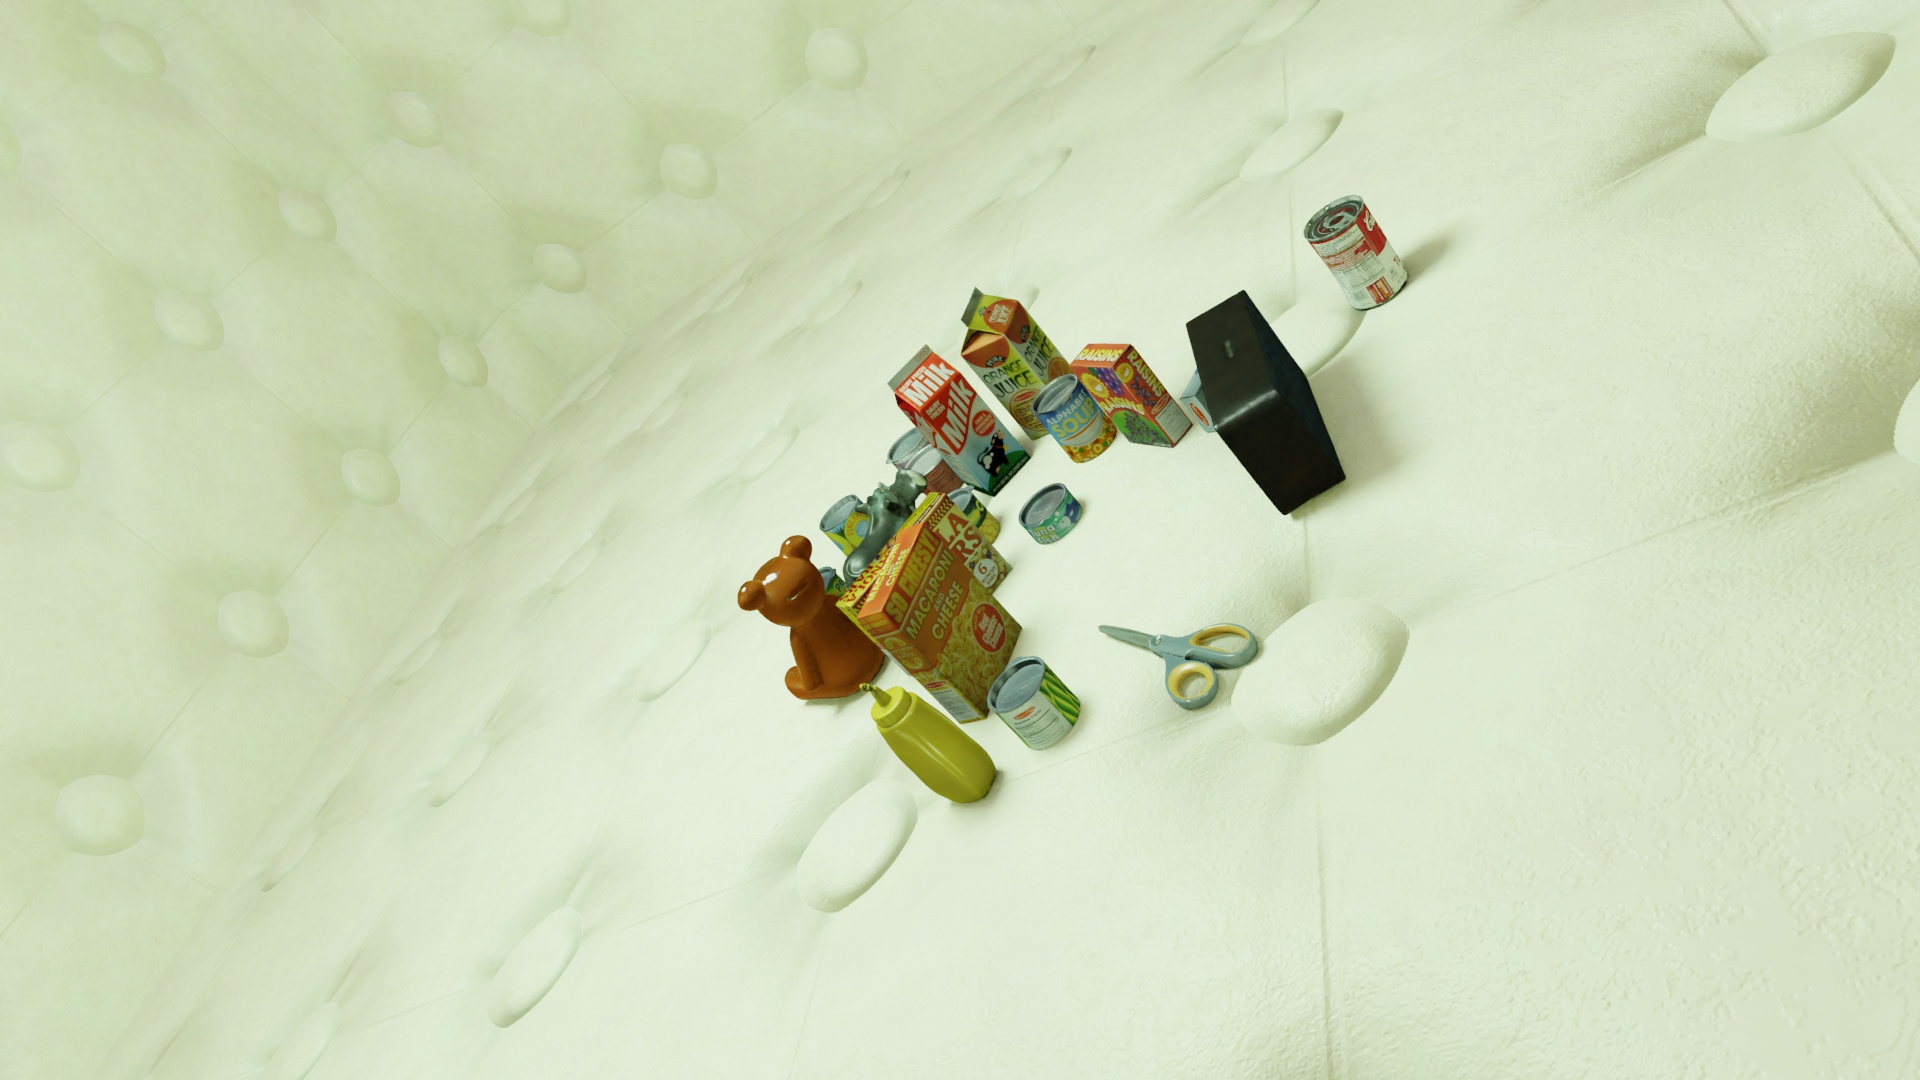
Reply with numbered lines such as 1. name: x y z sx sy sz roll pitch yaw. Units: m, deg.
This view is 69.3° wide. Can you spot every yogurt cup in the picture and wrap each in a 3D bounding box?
1. yogurt cup: -0.031 -0.086 1.789 0.072 0.054 0.073 -33 27 19

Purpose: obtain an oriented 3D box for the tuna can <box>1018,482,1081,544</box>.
1. tuna can: 0.099 -0.028 1.543 0.071 0.032 0.071 -32 27 19

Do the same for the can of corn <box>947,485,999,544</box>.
1. can of corn: 0.006 -0.020 1.632 0.071 0.058 0.071 -33 27 19

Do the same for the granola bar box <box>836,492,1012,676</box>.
1. granola bar box: -0.037 0.049 1.509 0.166 0.124 0.039 -51 27 -17

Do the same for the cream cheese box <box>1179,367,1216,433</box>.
1. cream cheese box: 0.276 -0.170 1.492 0.024 0.053 0.104 -9 41 49

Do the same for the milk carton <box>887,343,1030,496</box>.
1. milk carton: -0.007 -0.147 1.694 0.072 0.190 0.073 -47 26 -9

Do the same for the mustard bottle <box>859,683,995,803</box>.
1. mustard bottle: -0.035 0.177 1.268 0.065 0.160 0.049 -15 37 44

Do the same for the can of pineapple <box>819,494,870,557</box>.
1. can of pineapple: -0.143 -0.018 1.836 0.071 0.057 0.071 -33 27 19

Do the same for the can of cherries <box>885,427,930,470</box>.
1. can of cherries: -0.057 -0.109 1.855 0.071 0.058 0.072 -33 27 19

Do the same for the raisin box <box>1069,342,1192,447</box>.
1. raisin box: 0.187 -0.160 1.521 0.040 0.123 0.086 -49 26 -13

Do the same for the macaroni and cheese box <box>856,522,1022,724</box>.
1. macaroni and cheese box: -0.019 0.083 1.383 0.040 0.166 0.124 -19 34 40

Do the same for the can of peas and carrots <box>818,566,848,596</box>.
1. can of peas and carrots: -0.163 0.074 1.722 0.071 0.058 0.071 -33 27 19

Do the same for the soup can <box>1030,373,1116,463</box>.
1. soup can: 0.133 -0.140 1.610 0.071 0.083 0.072 -33 27 19

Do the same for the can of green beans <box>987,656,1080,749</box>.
1. can of green beans: 0.068 0.150 1.283 0.071 0.057 0.071 -33 27 19

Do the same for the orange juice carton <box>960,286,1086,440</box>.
1. orange juice carton: 0.067 -0.221 1.702 0.073 0.192 0.072 -21 33 38
